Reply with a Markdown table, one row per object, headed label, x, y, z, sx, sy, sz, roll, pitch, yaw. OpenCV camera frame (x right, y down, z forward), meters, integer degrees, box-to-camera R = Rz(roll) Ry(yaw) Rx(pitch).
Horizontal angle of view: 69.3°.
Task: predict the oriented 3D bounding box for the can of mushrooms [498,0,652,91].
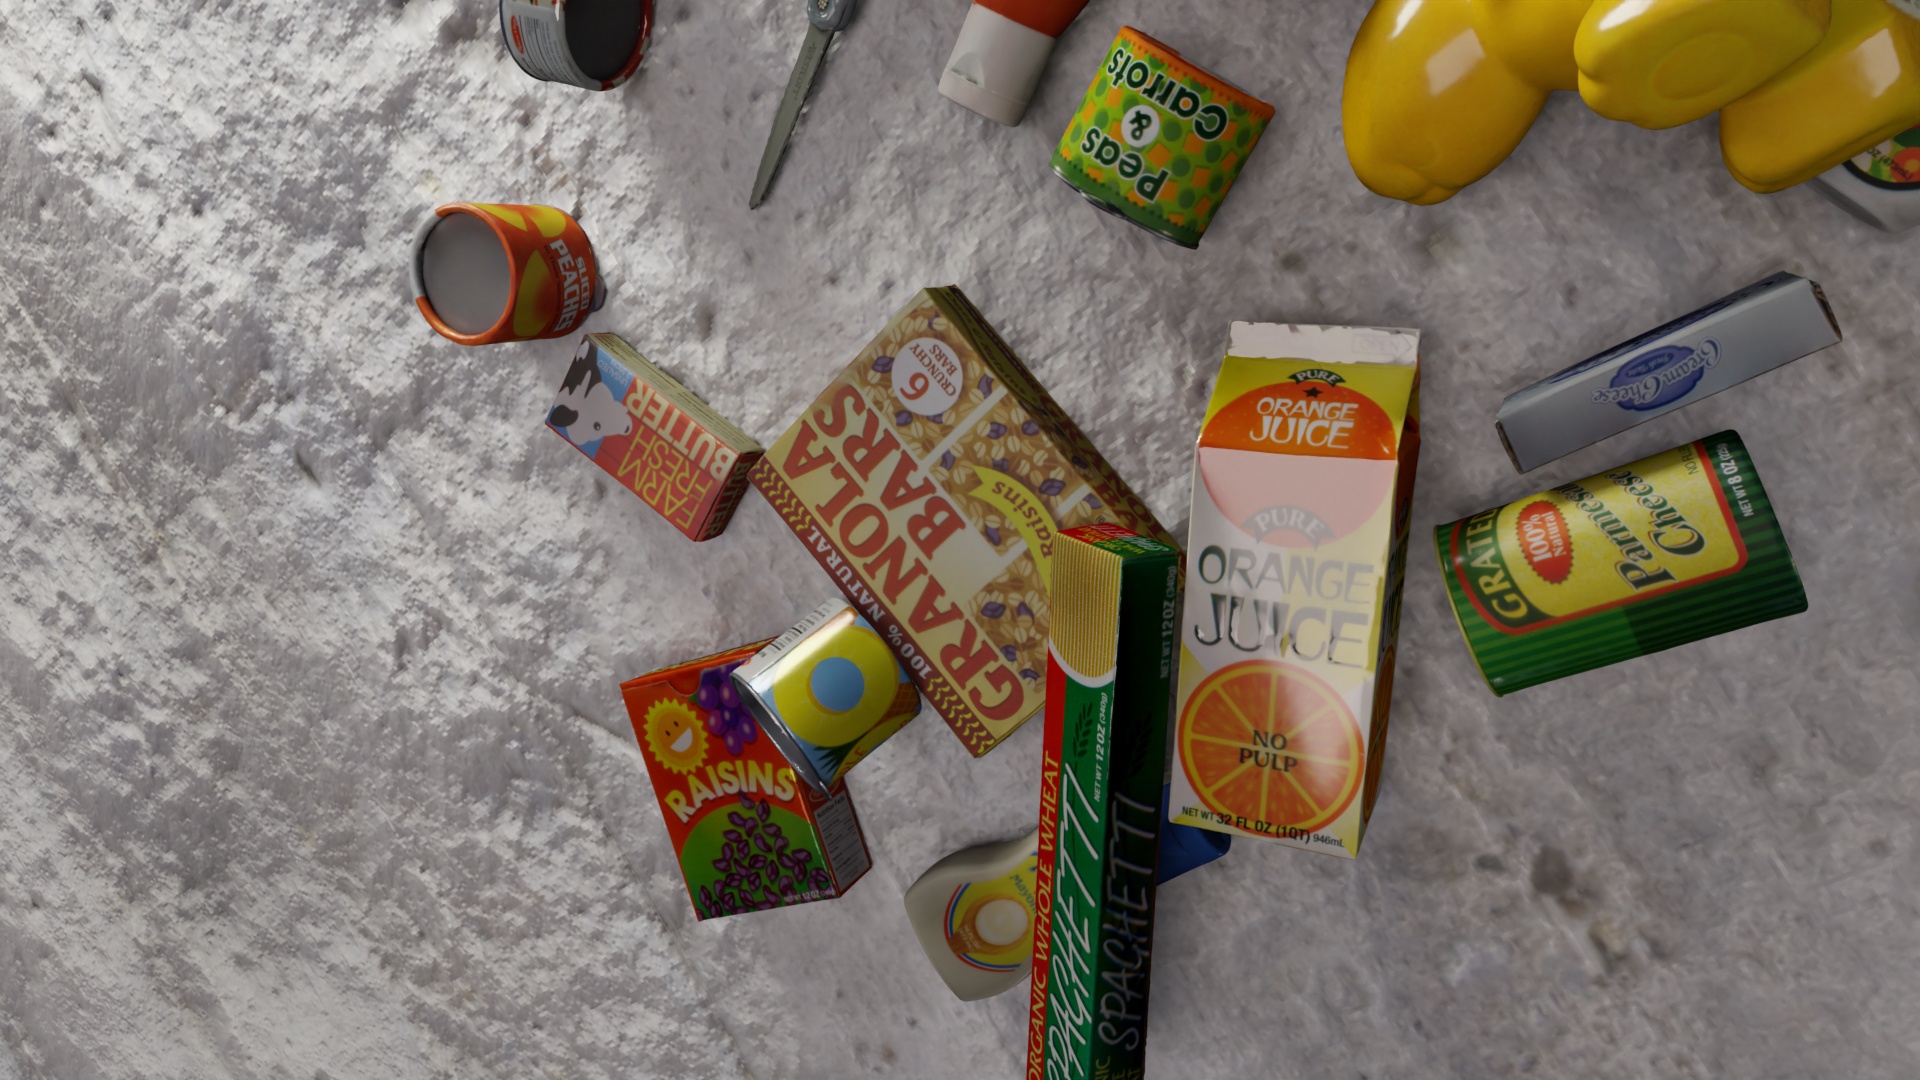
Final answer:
| label | x | y | z | sx | sy | sz | roll | pitch | yaw |
| --- | --- | --- | --- | --- | --- | --- | --- | --- | --- |
| can of mushrooms | -0.167 | -0.236 | 0.612 | 0.033 | 0.071 | 0.070 | 18 | 108 | 20 |

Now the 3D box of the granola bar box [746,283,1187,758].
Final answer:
| label | x | y | z | sx | sy | sz | roll | pitch | yaw |
| --- | --- | --- | --- | --- | --- | --- | --- | --- | --- |
| granola bar box | 0.002 | -0.008 | 0.598 | 0.123 | 0.039 | 0.165 | -43 | 82 | 25 |

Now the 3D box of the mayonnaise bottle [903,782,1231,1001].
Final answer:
| label | x | y | z | sx | sy | sz | roll | pitch | yaw |
| --- | --- | --- | --- | --- | --- | --- | --- | --- | --- |
| mayonnaise bottle | 0.047 | 0.149 | 0.610 | 0.147 | 0.041 | 0.065 | -33 | 85 | 26 |

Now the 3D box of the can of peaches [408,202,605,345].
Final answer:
| label | x | y | z | sx | sy | sz | roll | pitch | yaw |
| --- | --- | --- | --- | --- | --- | --- | --- | --- | --- |
| can of peaches | -0.215 | -0.126 | 0.660 | 0.071 | 0.058 | 0.071 | 5 | 103 | 24 |

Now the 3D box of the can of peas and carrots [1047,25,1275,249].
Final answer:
| label | x | y | z | sx | sy | sz | roll | pitch | yaw |
| --- | --- | --- | --- | --- | --- | --- | --- | --- | --- |
| can of peas and carrots | 0.074 | -0.151 | 0.519 | 0.071 | 0.071 | 0.058 | 35 | 112 | 14 |

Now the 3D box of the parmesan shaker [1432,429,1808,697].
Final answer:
| label | x | y | z | sx | sy | sz | roll | pitch | yaw |
| --- | --- | --- | --- | --- | --- | --- | --- | --- | --- |
| parmesan shaker | 0.228 | 0.007 | 0.488 | 0.103 | 0.071 | 0.071 | -22 | 92 | 26 |

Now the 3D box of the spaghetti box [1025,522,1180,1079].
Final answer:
| label | x | y | z | sx | sy | sz | roll | pitch | yaw |
| --- | --- | --- | --- | --- | --- | --- | --- | --- | --- |
| spaghetti box | 0.054 | 0.120 | 0.549 | 0.050 | 0.029 | 0.249 | 24 | 115 | 60 |

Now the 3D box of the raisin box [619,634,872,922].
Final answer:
| label | x | y | z | sx | sy | sz | roll | pitch | yaw |
| --- | --- | --- | --- | --- | --- | --- | --- | --- | --- |
| raisin box | -0.104 | 0.115 | 0.671 | 0.086 | 0.040 | 0.123 | -16 | 93 | 27 |

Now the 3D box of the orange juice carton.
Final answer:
| label | x | y | z | sx | sy | sz | roll | pitch | yaw |
| --- | --- | --- | --- | --- | --- | --- | --- | --- | --- |
| orange juice carton | 0.129 | 0.014 | 0.528 | 0.072 | 0.073 | 0.192 | 7 | 103 | 23 |

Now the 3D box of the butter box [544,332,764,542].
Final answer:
| label | x | y | z | sx | sy | sz | roll | pitch | yaw |
| --- | --- | --- | --- | --- | --- | --- | --- | --- | --- |
| butter box | -0.147 | -0.050 | 0.664 | 0.103 | 0.024 | 0.053 | 37 | 112 | 13 |

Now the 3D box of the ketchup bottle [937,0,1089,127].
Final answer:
| label | x | y | z | sx | sy | sz | roll | pitch | yaw |
| --- | --- | --- | --- | --- | --- | --- | --- | --- | --- |
| ketchup bottle | 0.036 | -0.236 | 0.533 | 0.065 | 0.044 | 0.148 | 35 | 113 | 25 |

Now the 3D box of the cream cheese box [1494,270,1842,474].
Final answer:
| label | x | y | z | sx | sy | sz | roll | pitch | yaw |
| --- | --- | --- | --- | --- | --- | --- | --- | --- | --- |
| cream cheese box | 0.238 | -0.058 | 0.475 | 0.103 | 0.053 | 0.024 | -26 | 92 | 26 |

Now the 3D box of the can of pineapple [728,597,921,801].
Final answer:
| label | x | y | z | sx | sy | sz | roll | pitch | yaw |
| --- | --- | --- | --- | --- | --- | --- | --- | --- | --- |
| can of pineapple | -0.058 | 0.069 | 0.609 | 0.058 | 0.070 | 0.071 | -38 | 83 | -17 |

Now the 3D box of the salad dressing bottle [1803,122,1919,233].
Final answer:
| label | x | y | z | sx | sy | sz | roll | pitch | yaw |
| --- | --- | --- | --- | --- | --- | --- | --- | --- | --- |
| salad dressing bottle | 0.322 | -0.166 | 0.420 | 0.064 | 0.044 | 0.147 | 41 | 114 | 14 |
